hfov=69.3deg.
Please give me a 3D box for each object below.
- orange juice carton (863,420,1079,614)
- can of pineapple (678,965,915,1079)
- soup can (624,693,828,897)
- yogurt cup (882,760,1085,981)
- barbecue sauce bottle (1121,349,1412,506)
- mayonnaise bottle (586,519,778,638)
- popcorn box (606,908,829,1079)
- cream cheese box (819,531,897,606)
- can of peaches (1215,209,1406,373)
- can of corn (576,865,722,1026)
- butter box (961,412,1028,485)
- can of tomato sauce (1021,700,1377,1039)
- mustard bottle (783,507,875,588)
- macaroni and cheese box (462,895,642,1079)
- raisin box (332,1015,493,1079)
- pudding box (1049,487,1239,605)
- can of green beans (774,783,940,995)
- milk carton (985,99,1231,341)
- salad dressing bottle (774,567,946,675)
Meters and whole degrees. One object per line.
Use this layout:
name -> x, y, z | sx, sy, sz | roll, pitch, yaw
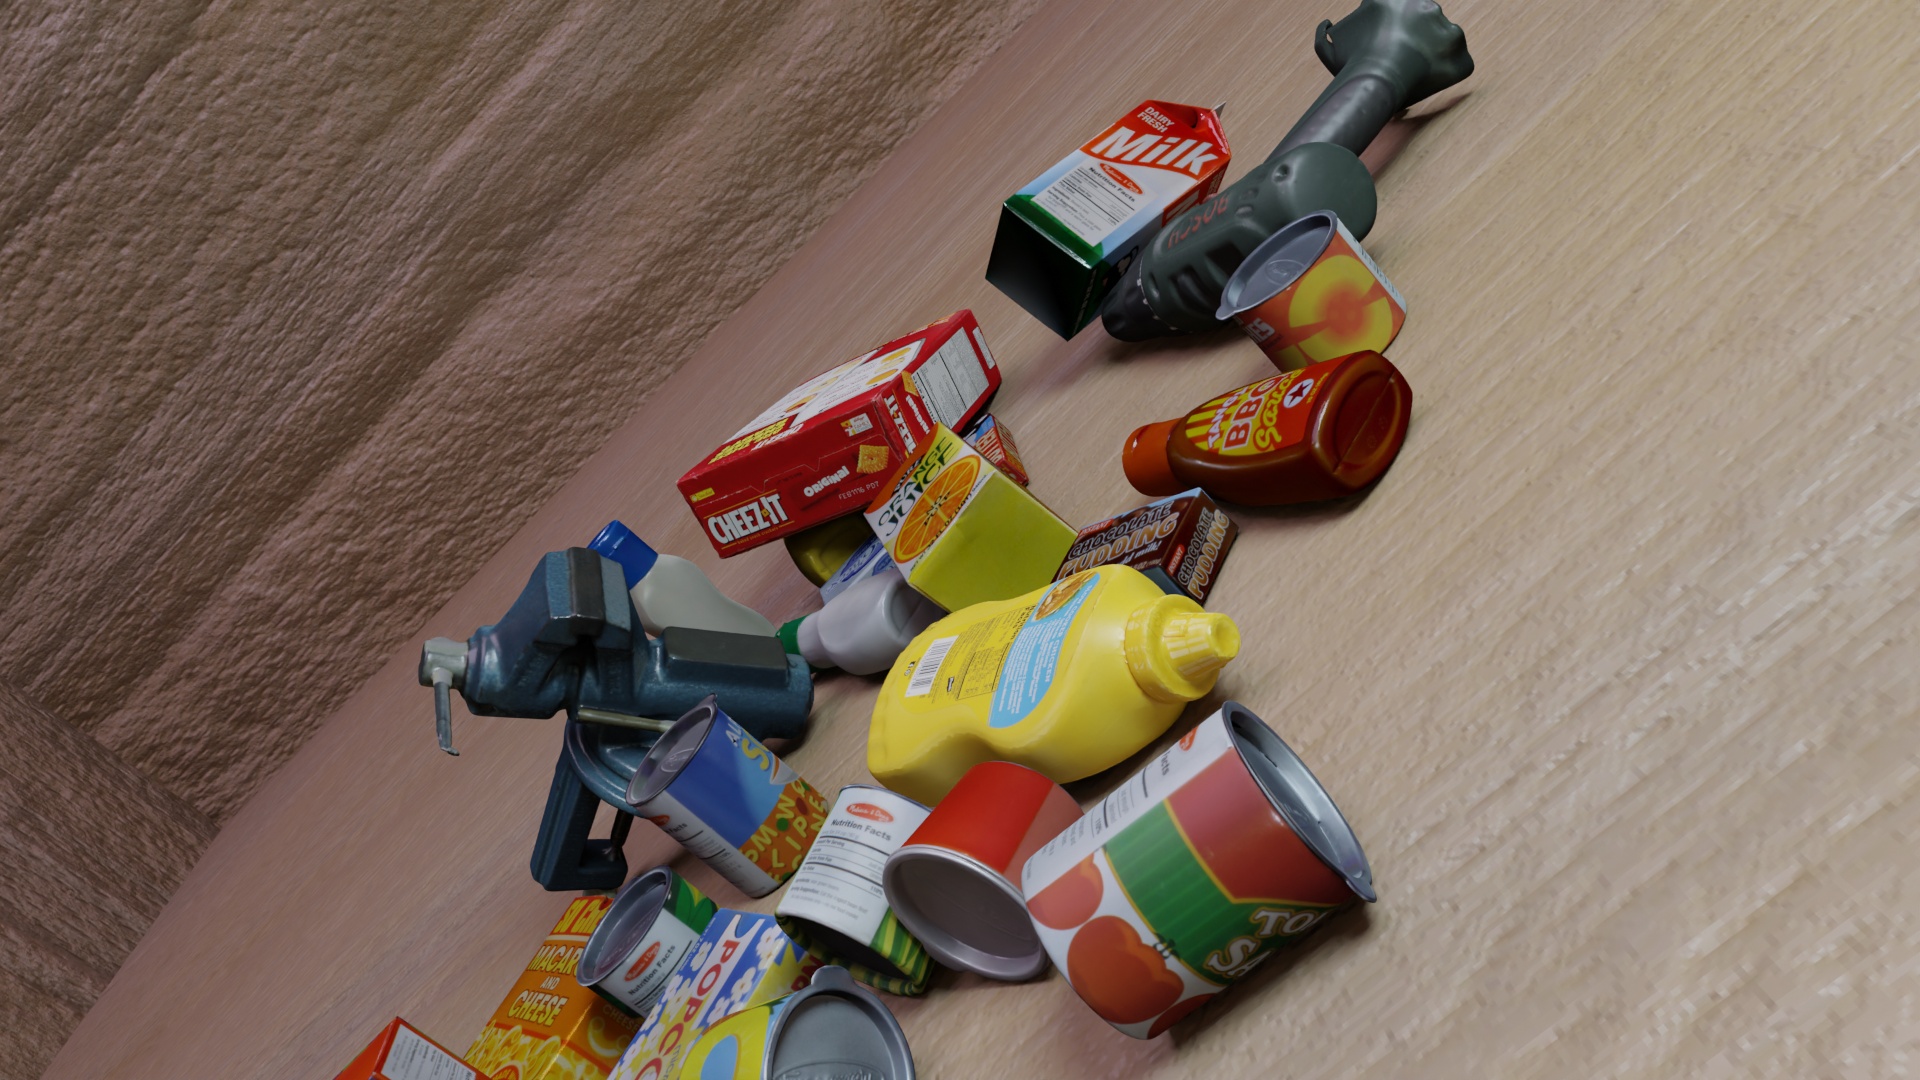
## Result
orange juice carton -> 0.003, -0.010, 0.768 | 0.072, 0.073, 0.193 | -52, 18, 4
can of pineapple -> -0.059, 0.195, 0.498 | 0.057, 0.071, 0.071 | -31, 24, 39
soup can -> -0.119, 0.133, 0.726 | 0.071, 0.083, 0.071 | -40, 20, 18
yogurt cup -> 0.013, 0.119, 0.510 | 0.072, 0.072, 0.054 | -26, 19, 46
barbecue sauce bottle -> 0.129, -0.043, 0.621 | 0.065, 0.043, 0.148 | -55, 20, -20
mayonnaise bottle -> -0.193, 0.046, 0.960 | 0.041, 0.148, 0.065 | -19, 33, 54
popcorn box -> -0.110, 0.224, 0.593 | 0.085, 0.038, 0.127 | -18, 34, 56
cream cheese box -> -0.049, 0.011, 0.917 | 0.104, 0.024, 0.053 | -46, 19, 1
can of peaches -> 0.165, -0.111, 0.658 | 0.071, 0.058, 0.071 | -40, 20, 18
can of corn -> -0.142, 0.201, 0.676 | 0.071, 0.058, 0.071 | -40, 20, 18
butter box -> 0.013, -0.045, 0.900 | 0.053, 0.024, 0.104 | -43, 19, 11
can of tomato sauce -> 0.071, 0.101, 0.420 | 0.083, 0.071, 0.071 | -42, 19, 16
mustard bottle -> -0.098, -0.006, 1.018 | 0.065, 0.048, 0.160 | -39, 17, -6
macaroni and cheese box -> -0.215, 0.266, 0.727 | 0.123, 0.040, 0.167 | -19, 33, 52
raisin box -> -0.224, 0.276, 0.599 | 0.086, 0.123, 0.040 | -44, 18, 8
pudding box -> 0.081, 0.011, 0.632 | 0.083, 0.030, 0.050 | -19, 31, 53
can of green beans -> -0.032, 0.139, 0.553 | 0.071, 0.071, 0.058 | -20, 35, 53
milk carton -> 0.109, -0.219, 0.906 | 0.191, 0.073, 0.072 | -41, -18, -28
salad dressing bottle -> -0.066, 0.055, 0.837 | 0.147, 0.044, 0.064 | -20, 34, 54
